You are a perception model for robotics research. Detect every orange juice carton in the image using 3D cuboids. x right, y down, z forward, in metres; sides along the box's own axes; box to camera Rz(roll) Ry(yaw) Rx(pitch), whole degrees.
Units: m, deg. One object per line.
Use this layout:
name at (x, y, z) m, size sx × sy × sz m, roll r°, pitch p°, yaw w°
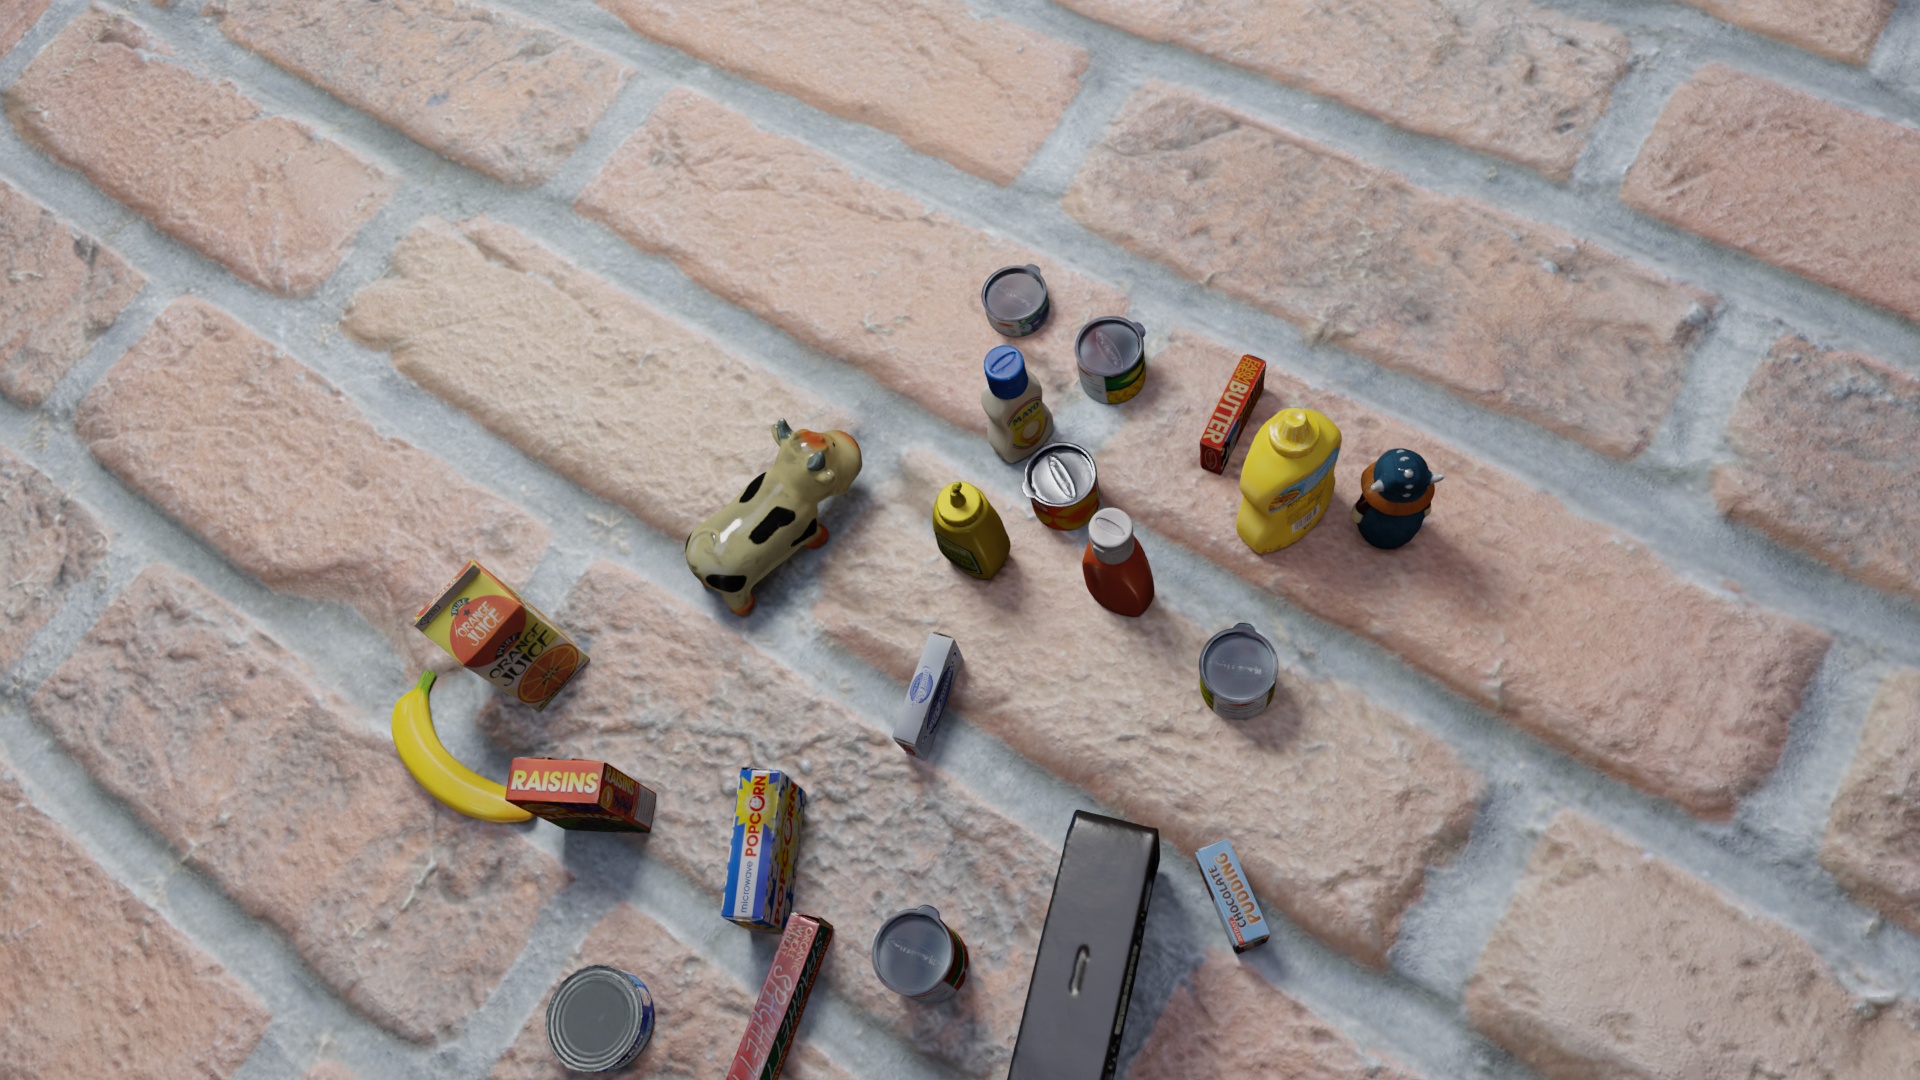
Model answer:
orange juice carton at (-0.417, 0.082, 1.248) m, size 0.073 × 0.192 × 0.072 m, roll 37°, pitch 78°, yaw 22°

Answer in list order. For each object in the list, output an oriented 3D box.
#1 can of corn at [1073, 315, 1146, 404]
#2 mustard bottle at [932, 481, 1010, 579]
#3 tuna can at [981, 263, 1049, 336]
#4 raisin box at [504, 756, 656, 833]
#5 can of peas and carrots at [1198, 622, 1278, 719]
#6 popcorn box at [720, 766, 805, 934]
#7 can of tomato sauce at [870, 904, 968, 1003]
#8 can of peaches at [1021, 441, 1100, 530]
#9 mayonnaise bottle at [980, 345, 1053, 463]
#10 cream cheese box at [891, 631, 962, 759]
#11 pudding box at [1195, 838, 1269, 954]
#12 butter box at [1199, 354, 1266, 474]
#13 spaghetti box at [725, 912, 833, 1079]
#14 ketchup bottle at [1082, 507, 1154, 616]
can of corn at (0.147, -0.174, 1.336) m, size 0.071 × 0.058 × 0.071 m, roll -4°, pitch 66°, yaw 8°
mustard bottle at (0.004, -0.015, 1.235) m, size 0.065 × 0.159 × 0.049 m, roll 28°, pitch 75°, yaw 20°
tuna can at (0.057, -0.242, 1.395) m, size 0.071 × 0.032 × 0.071 m, roll -4°, pitch 66°, yaw 8°
raisin box at (-0.328, 0.222, 1.209) m, size 0.086 × 0.123 × 0.040 m, roll 1°, pitch 67°, yaw 10°
can of peas and carrots at (0.239, 0.113, 1.194) m, size 0.071 × 0.058 × 0.071 m, roll -4°, pitch 66°, yaw 8°
popcorn box at (-0.167, 0.265, 1.184) m, size 0.038 × 0.085 × 0.127 m, roll 0°, pitch 67°, yaw 10°
can of tomato sauce at (-0.031, 0.337, 1.130) m, size 0.071 × 0.083 × 0.071 m, roll -4°, pitch 67°, yaw 8°
can of peaches at (0.093, -0.049, 1.290) m, size 0.071 × 0.058 × 0.071 m, roll -4°, pitch 66°, yaw 8°
mayonnaise bottle at (0.049, -0.127, 1.283) m, size 0.065 × 0.147 × 0.041 m, roll -39°, pitch 66°, yaw -7°
cream cheese box at (-0.028, 0.138, 1.233) m, size 0.024 × 0.053 × 0.104 m, roll 15°, pitch 70°, yaw 16°
pudding box at (0.220, 0.288, 1.126) m, size 0.030 × 0.049 × 0.084 m, roll -22°, pitch 65°, yaw 0°
butter box at (0.254, -0.118, 1.296) m, size 0.024 × 0.053 × 0.104 m, roll 23°, pitch 73°, yaw 18°
spaghetti box at (-0.165, 0.428, 1.132) m, size 0.029 × 0.050 × 0.251 m, roll 15°, pitch 70°, yaw 16°
ketchup bottle at (0.134, 0.018, 1.204) m, size 0.065 × 0.148 × 0.043 m, roll 30°, pitch 75°, yaw 20°
